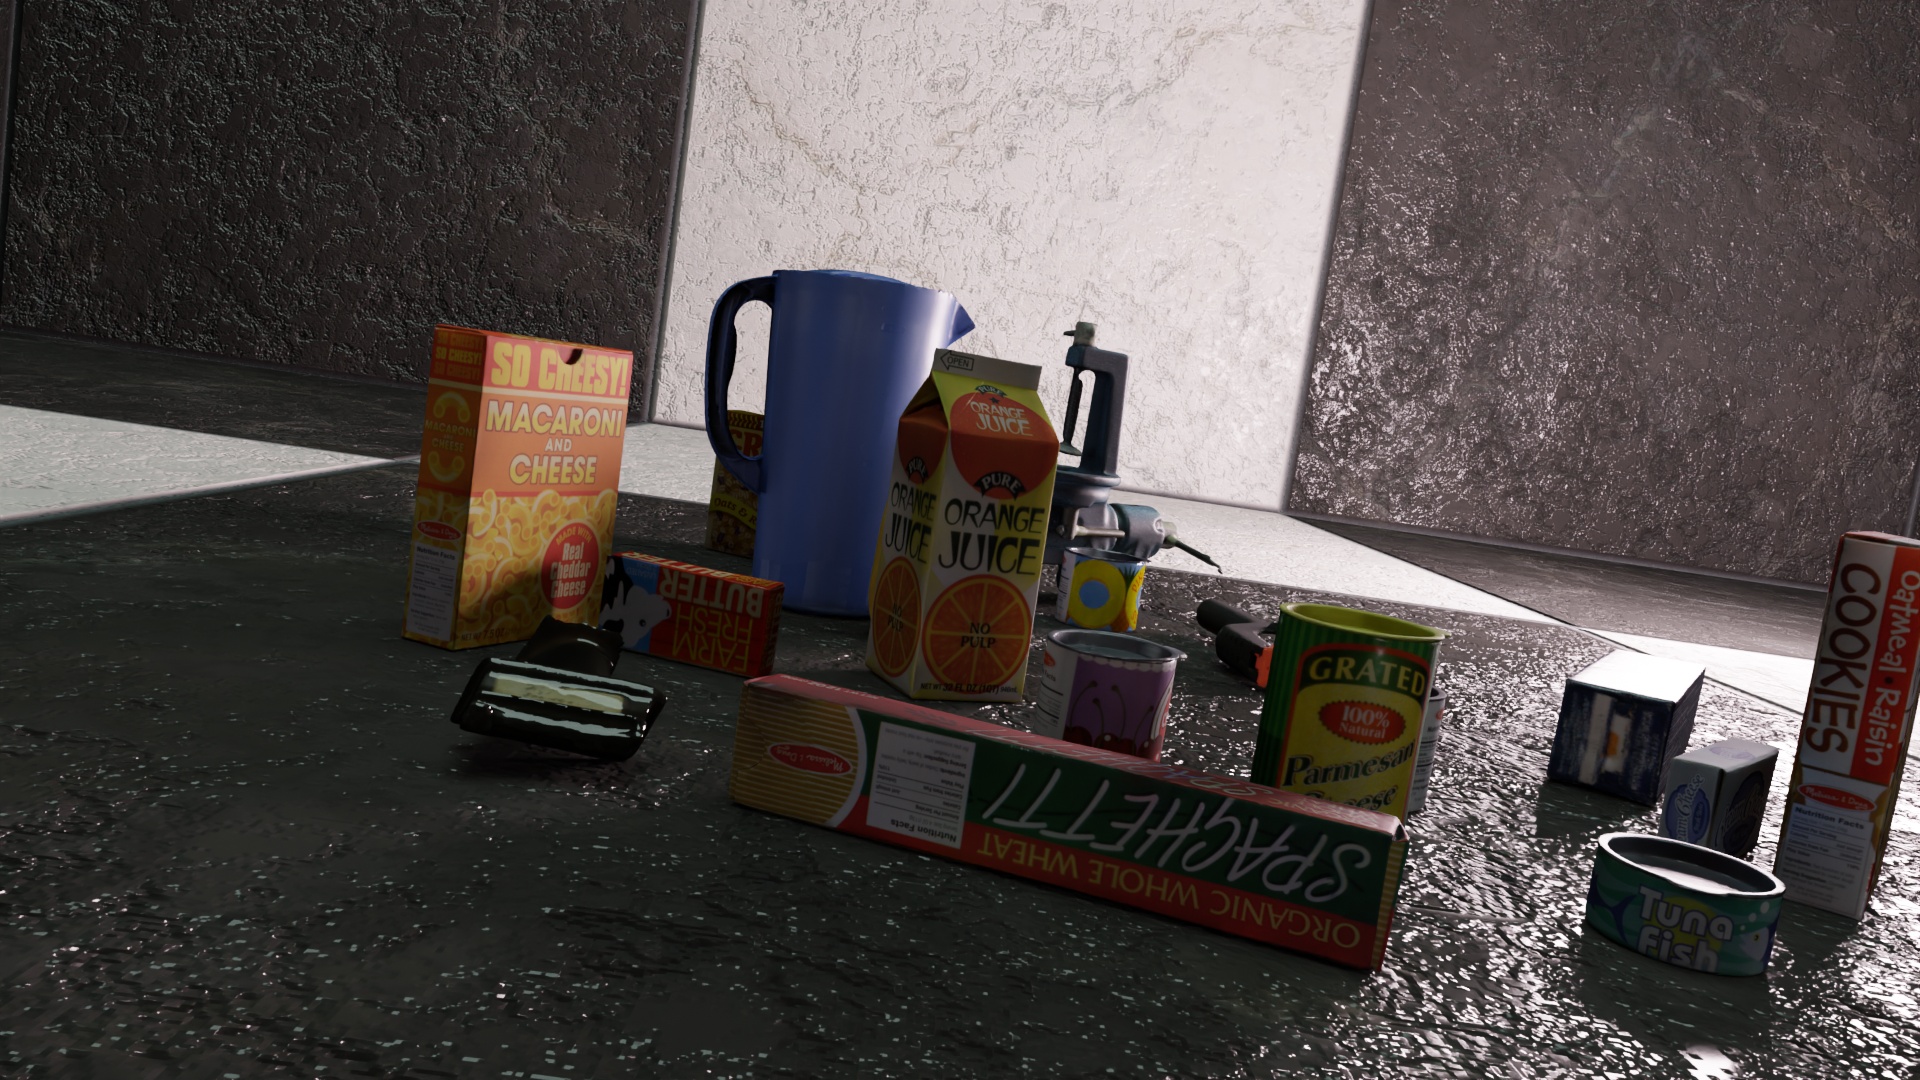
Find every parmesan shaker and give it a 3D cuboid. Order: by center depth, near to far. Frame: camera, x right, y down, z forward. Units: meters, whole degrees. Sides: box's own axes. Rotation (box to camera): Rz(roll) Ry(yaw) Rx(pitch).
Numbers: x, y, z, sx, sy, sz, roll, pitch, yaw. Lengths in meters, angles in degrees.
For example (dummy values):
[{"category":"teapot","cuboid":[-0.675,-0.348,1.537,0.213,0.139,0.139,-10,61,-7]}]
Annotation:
[{"category":"parmesan shaker","cuboid":[0.160,0.083,0.576,0.071,0.103,0.071,8,6,-1]}]

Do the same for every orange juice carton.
[{"category":"orange juice carton","cuboid":[0.003,-0.010,0.795,0.072,0.192,0.073,5,6,-26]}]

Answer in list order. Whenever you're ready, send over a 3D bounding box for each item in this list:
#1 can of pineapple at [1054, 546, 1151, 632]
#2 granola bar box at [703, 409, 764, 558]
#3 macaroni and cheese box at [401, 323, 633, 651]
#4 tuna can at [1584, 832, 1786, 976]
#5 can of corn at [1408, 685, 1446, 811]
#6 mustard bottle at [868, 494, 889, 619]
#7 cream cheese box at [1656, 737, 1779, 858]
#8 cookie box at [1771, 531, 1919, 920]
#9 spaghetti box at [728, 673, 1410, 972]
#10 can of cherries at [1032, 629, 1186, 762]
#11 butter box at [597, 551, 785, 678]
[{"category":"can of pineapple","cuboid":[0.113,0.039,1.107,0.071,0.057,0.071,8,6,-1]},{"category":"granola bar box","cuboid":[-0.134,-0.040,1.185,0.165,0.124,0.039,11,6,25]},{"category":"macaroni and cheese box","cuboid":[-0.241,-0.030,0.771,0.040,0.166,0.124,11,6,23]},{"category":"tuna can","cuboid":[0.280,0.141,0.538,0.071,0.032,0.071,8,6,-1]},{"category":"can of corn","cuboid":[0.203,0.098,0.699,0.071,0.058,0.071,8,6,-1]},{"category":"mustard bottle","cuboid":[-0.021,-0.012,0.924,0.065,0.160,0.049,10,6,18]},{"category":"cream cheese box","cuboid":[0.367,0.128,0.672,0.024,0.053,0.104,14,8,42]},{"category":"cookie box","cuboid":[0.426,0.080,0.656,0.040,0.167,0.123,13,7,37]},{"category":"spaghetti box","cuboid":[0.032,0.099,0.510,0.250,0.050,0.029,10,6,19]},{"category":"can of cherries","cuboid":[0.074,0.080,0.694,0.071,0.058,0.071,8,6,-1]},{"category":"butter box","cuboid":[-0.150,0.041,0.774,0.103,0.053,0.024,10,6,17]}]
